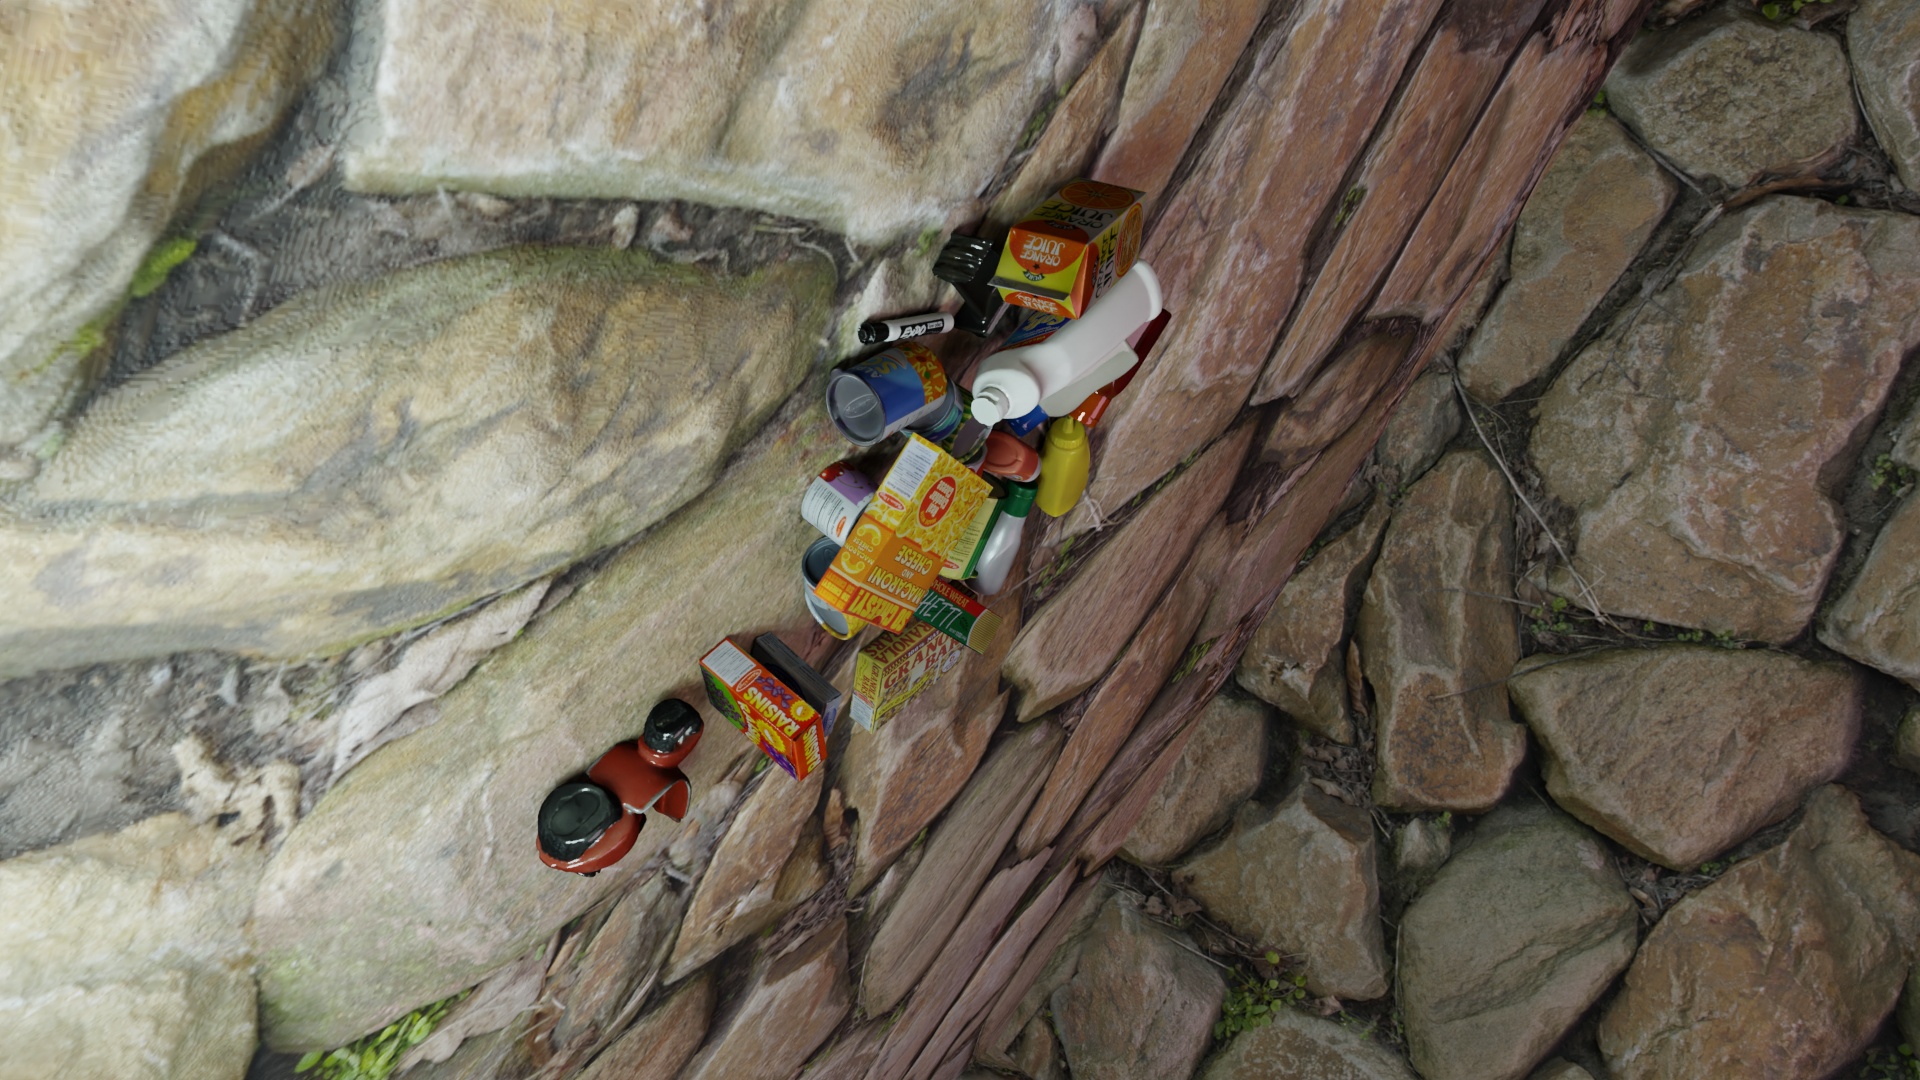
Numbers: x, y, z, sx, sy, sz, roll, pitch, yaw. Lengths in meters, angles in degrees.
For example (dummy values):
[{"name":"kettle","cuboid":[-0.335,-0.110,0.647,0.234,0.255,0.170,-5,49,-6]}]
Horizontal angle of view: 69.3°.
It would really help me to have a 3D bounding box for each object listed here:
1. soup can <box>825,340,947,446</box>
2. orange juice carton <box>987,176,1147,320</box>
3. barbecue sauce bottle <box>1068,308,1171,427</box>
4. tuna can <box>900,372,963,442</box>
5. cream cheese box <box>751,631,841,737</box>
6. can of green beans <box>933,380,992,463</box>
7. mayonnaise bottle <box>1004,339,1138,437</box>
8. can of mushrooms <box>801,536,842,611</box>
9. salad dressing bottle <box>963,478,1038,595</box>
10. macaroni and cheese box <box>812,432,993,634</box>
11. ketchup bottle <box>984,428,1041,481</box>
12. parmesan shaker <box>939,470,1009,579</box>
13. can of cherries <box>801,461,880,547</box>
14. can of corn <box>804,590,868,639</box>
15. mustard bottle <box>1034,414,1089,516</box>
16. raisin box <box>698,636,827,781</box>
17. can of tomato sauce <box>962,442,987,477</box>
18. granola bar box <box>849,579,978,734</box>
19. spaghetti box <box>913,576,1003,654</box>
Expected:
[{"name":"soup can","cuboid":[-0.063,-0.128,1.175,0.084,0.071,0.071,-34,151,-41]},{"name":"orange juice carton","cuboid":[0.096,-0.253,1.228,0.194,0.072,0.072,-48,149,-49]},{"name":"barbecue sauce bottle","cuboid":[0.167,-0.193,1.495,0.065,0.044,0.148,11,114,-54]},{"name":"tuna can","cuboid":[-0.034,-0.120,1.241,0.071,0.071,0.033,-53,159,-1]},{"name":"cream cheese box","cuboid":[-0.159,0.138,1.318,0.024,0.104,0.053,-24,143,-45]},{"name":"can of green beans","cuboid":[-0.010,-0.113,1.307,0.071,0.058,0.071,-43,155,-25]},{"name":"mayonnaise bottle","cuboid":[0.110,-0.166,1.442,0.148,0.041,0.064,-37,132,8]},{"name":"can of mushrooms","cuboid":[-0.113,0.030,1.300,0.071,0.071,0.033,-41,155,-28]},{"name":"salad dressing bottle","cuboid":[0.048,-0.007,1.602,0.064,0.044,0.147,-22,141,-52]},{"name":"macaroni and cheese box","cuboid":[-0.049,-0.002,1.251,0.166,0.040,0.123,-58,154,0]},{"name":"ketchup bottle","cuboid":[0.055,-0.087,1.477,0.043,0.065,0.149,-69,165,3]},{"name":"parmesan shaker","cuboid":[0.005,-0.018,1.461,0.071,0.071,0.102,-18,138,-55]},{"name":"can of cherries","cuboid":[-0.099,-0.030,1.253,0.072,0.058,0.071,-43,155,-26]},{"name":"can of corn","cuboid":[-0.107,0.054,1.345,0.058,0.071,0.070,-39,154,-30]},{"name":"mustard bottle","cuboid":[0.120,-0.096,1.605,0.065,0.049,0.159,-40,154,-29]},{"name":"raisin box","cuboid":[-0.181,0.155,1.274,0.040,0.123,0.085,-42,156,-27]},{"name":"can of tomato sauce","cuboid":[-0.013,-0.061,1.364,0.071,0.071,0.082,-33,150,-40]},{"name":"granola bar box","cuboid":[-0.053,0.134,1.610,0.166,0.039,0.123,-37,152,-37]},{"name":"spaghetti box","cuboid":[-0.026,0.068,1.516,0.050,0.029,0.249,-61,148,-4]}]
